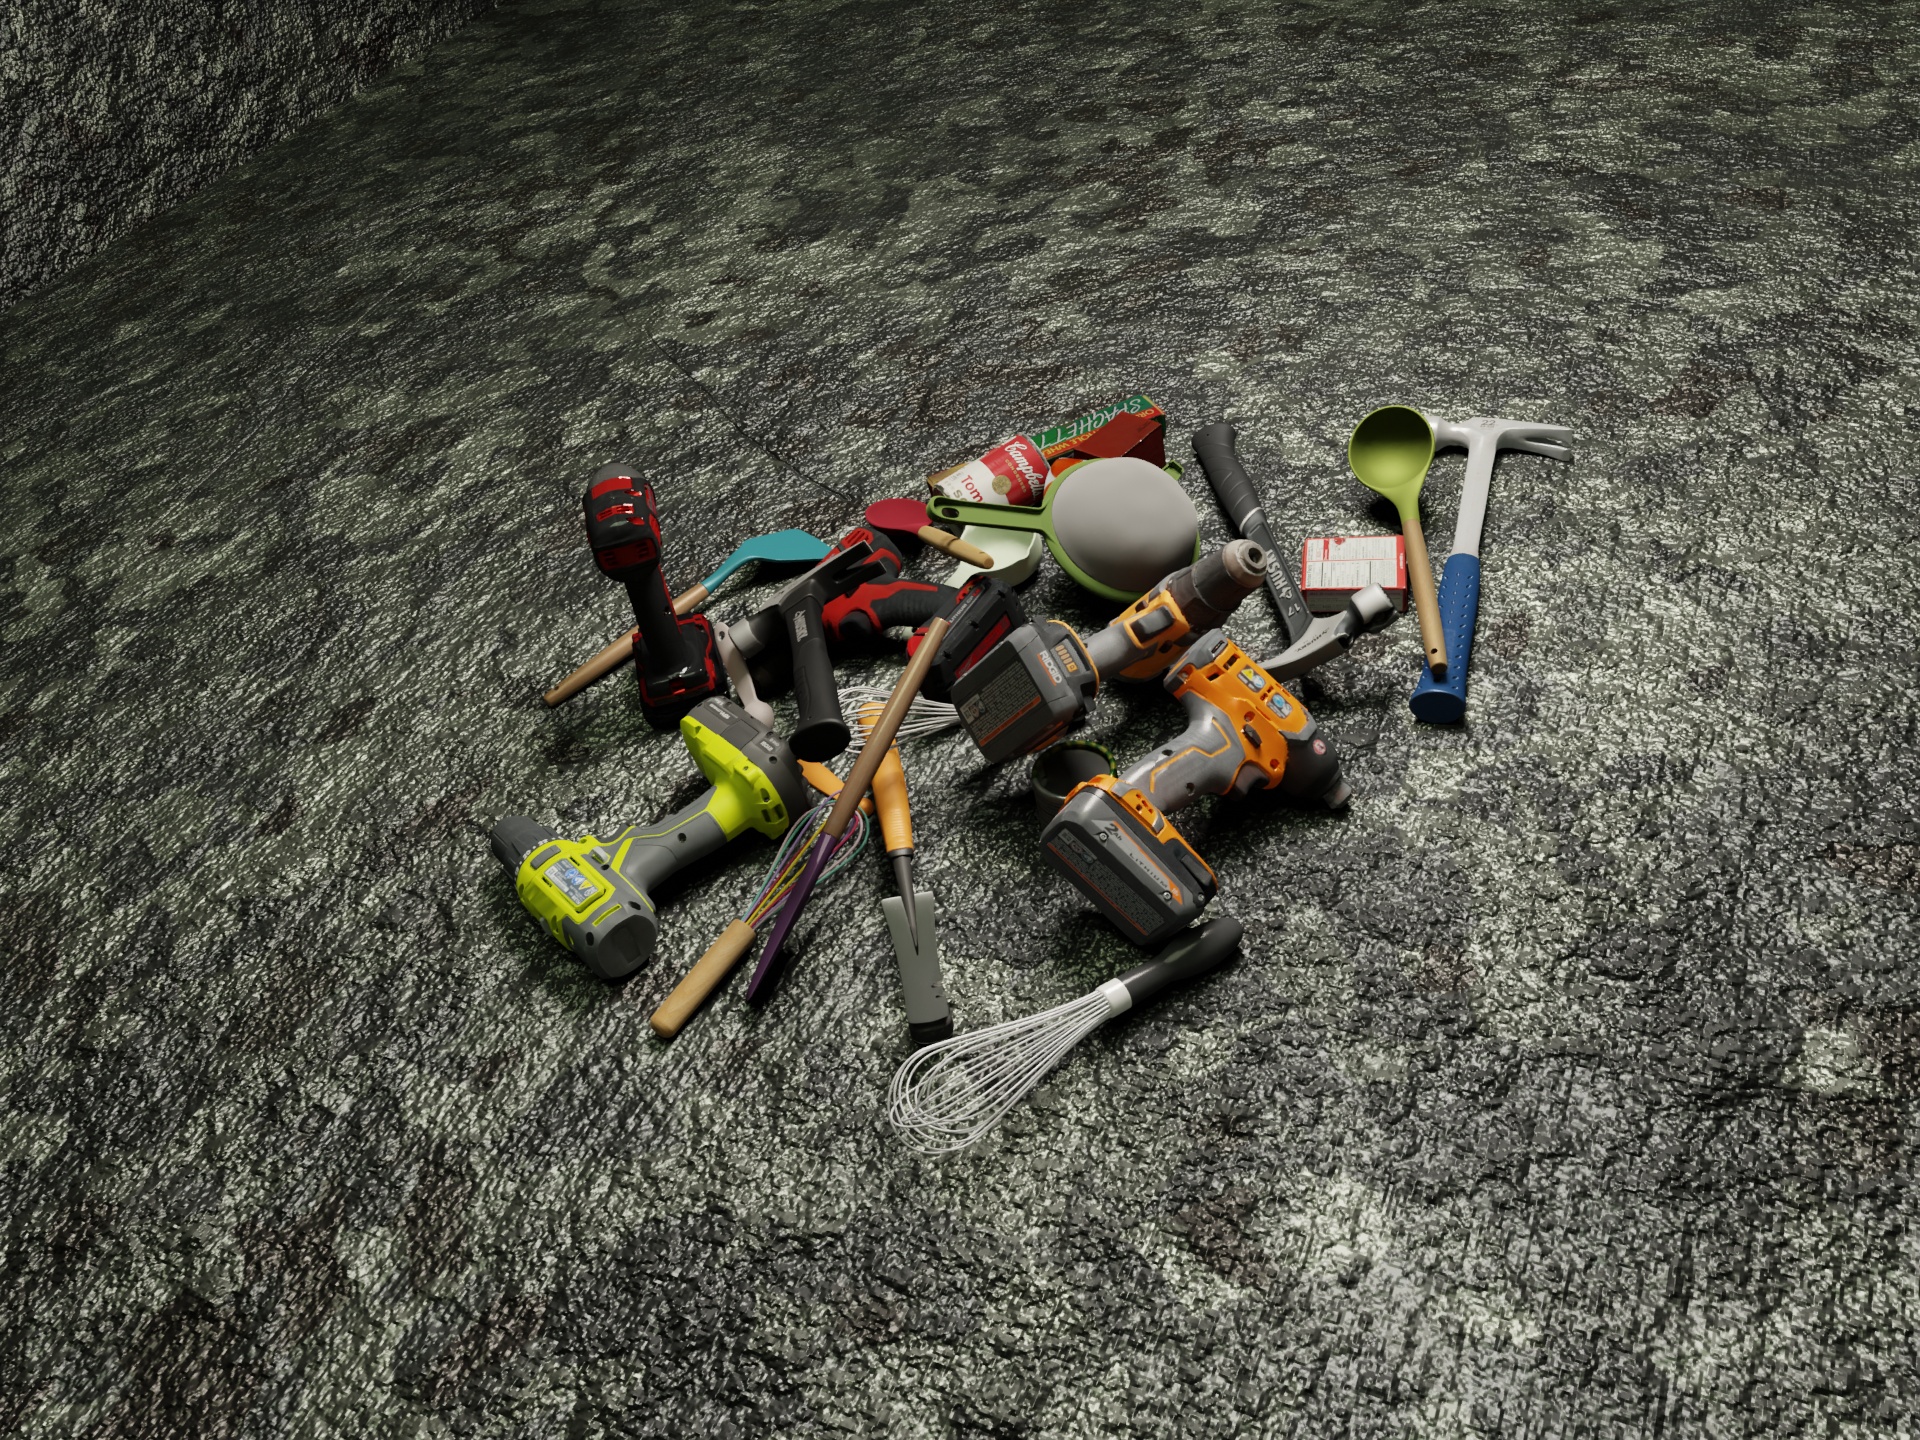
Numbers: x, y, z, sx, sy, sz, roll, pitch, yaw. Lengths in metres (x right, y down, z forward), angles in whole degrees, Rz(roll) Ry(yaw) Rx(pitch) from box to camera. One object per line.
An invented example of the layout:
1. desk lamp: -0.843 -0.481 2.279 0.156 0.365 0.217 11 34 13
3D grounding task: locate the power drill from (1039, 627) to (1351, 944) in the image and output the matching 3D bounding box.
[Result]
1. power drill: 0.180 0.055 1.154 0.164 0.084 0.226 43 59 3

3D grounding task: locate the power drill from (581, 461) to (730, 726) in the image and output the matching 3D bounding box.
1. power drill: -0.272 -0.116 1.388 0.078 0.219 0.143 -17 41 -4

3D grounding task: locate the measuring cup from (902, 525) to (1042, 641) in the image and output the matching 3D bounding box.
1. measuring cup: 0.009 -0.125 1.473 0.167 0.038 0.083 -47 51 -11

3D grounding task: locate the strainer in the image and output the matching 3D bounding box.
1. strainer: 0.101 -0.186 1.387 0.256 0.069 0.152 4 64 -16

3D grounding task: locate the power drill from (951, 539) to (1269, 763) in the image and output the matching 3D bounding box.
1. power drill: 0.123 -0.061 1.229 0.226 0.185 0.084 -26 82 -35

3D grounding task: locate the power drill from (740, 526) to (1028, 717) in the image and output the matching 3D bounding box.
1. power drill: -0.072 -0.073 1.394 0.227 0.080 0.188 23 63 39

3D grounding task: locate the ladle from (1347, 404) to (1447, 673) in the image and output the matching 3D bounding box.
1. ladle: 0.377 -0.157 1.336 0.078 0.062 0.320 -23 36 26

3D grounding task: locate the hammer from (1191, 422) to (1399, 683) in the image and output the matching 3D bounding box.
1. hammer: 0.261 -0.163 1.418 0.149 0.036 0.409 -33 32 17

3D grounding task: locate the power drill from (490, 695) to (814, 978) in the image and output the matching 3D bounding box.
1. power drill: -0.250 0.083 1.268 0.228 0.080 0.191 -38 46 -22

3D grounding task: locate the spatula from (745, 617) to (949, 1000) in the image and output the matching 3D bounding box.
1. spatula: -0.085 0.063 1.175 0.018 0.060 0.316 28 80 -7

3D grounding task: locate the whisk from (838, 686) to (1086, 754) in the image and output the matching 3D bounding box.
1. whisk: -0.002 -0.004 1.263 0.246 0.057 0.059 -4 59 -30

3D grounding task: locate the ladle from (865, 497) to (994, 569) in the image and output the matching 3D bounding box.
1. ladle: -0.024 -0.169 1.456 0.069 0.031 0.316 -10 17 -15

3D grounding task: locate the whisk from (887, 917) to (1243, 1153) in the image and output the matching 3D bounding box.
1. whisk: 0.075 0.199 1.062 0.284 0.070 0.070 -26 42 -21

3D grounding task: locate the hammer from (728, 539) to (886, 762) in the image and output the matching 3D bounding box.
1. hammer: -0.113 -0.050 1.244 0.146 0.035 0.335 -34 23 5

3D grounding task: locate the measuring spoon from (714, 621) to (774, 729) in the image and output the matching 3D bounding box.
1. measuring spoon: -0.196 -0.037 1.392 0.034 0.018 0.124 -37 62 23

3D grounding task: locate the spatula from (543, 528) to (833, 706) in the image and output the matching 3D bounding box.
1. spatula: -0.261 -0.102 1.523 0.317 0.044 0.082 -38 46 -20

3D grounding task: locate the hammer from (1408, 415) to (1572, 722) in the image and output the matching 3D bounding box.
1. hammer: 0.440 -0.144 1.369 0.144 0.035 0.406 5 44 21

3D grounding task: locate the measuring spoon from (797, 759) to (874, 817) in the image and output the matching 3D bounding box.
1. measuring spoon: -0.111 0.049 1.315 0.021 0.011 0.117 -35 45 -23

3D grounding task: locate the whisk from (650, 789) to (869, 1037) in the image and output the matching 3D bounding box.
1. whisk: -0.148 0.144 1.202 0.245 0.051 0.047 -50 18 -30

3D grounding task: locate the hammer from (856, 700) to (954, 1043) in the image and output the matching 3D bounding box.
1. hammer: -0.050 0.081 1.196 0.034 0.127 0.337 -11 34 -3
